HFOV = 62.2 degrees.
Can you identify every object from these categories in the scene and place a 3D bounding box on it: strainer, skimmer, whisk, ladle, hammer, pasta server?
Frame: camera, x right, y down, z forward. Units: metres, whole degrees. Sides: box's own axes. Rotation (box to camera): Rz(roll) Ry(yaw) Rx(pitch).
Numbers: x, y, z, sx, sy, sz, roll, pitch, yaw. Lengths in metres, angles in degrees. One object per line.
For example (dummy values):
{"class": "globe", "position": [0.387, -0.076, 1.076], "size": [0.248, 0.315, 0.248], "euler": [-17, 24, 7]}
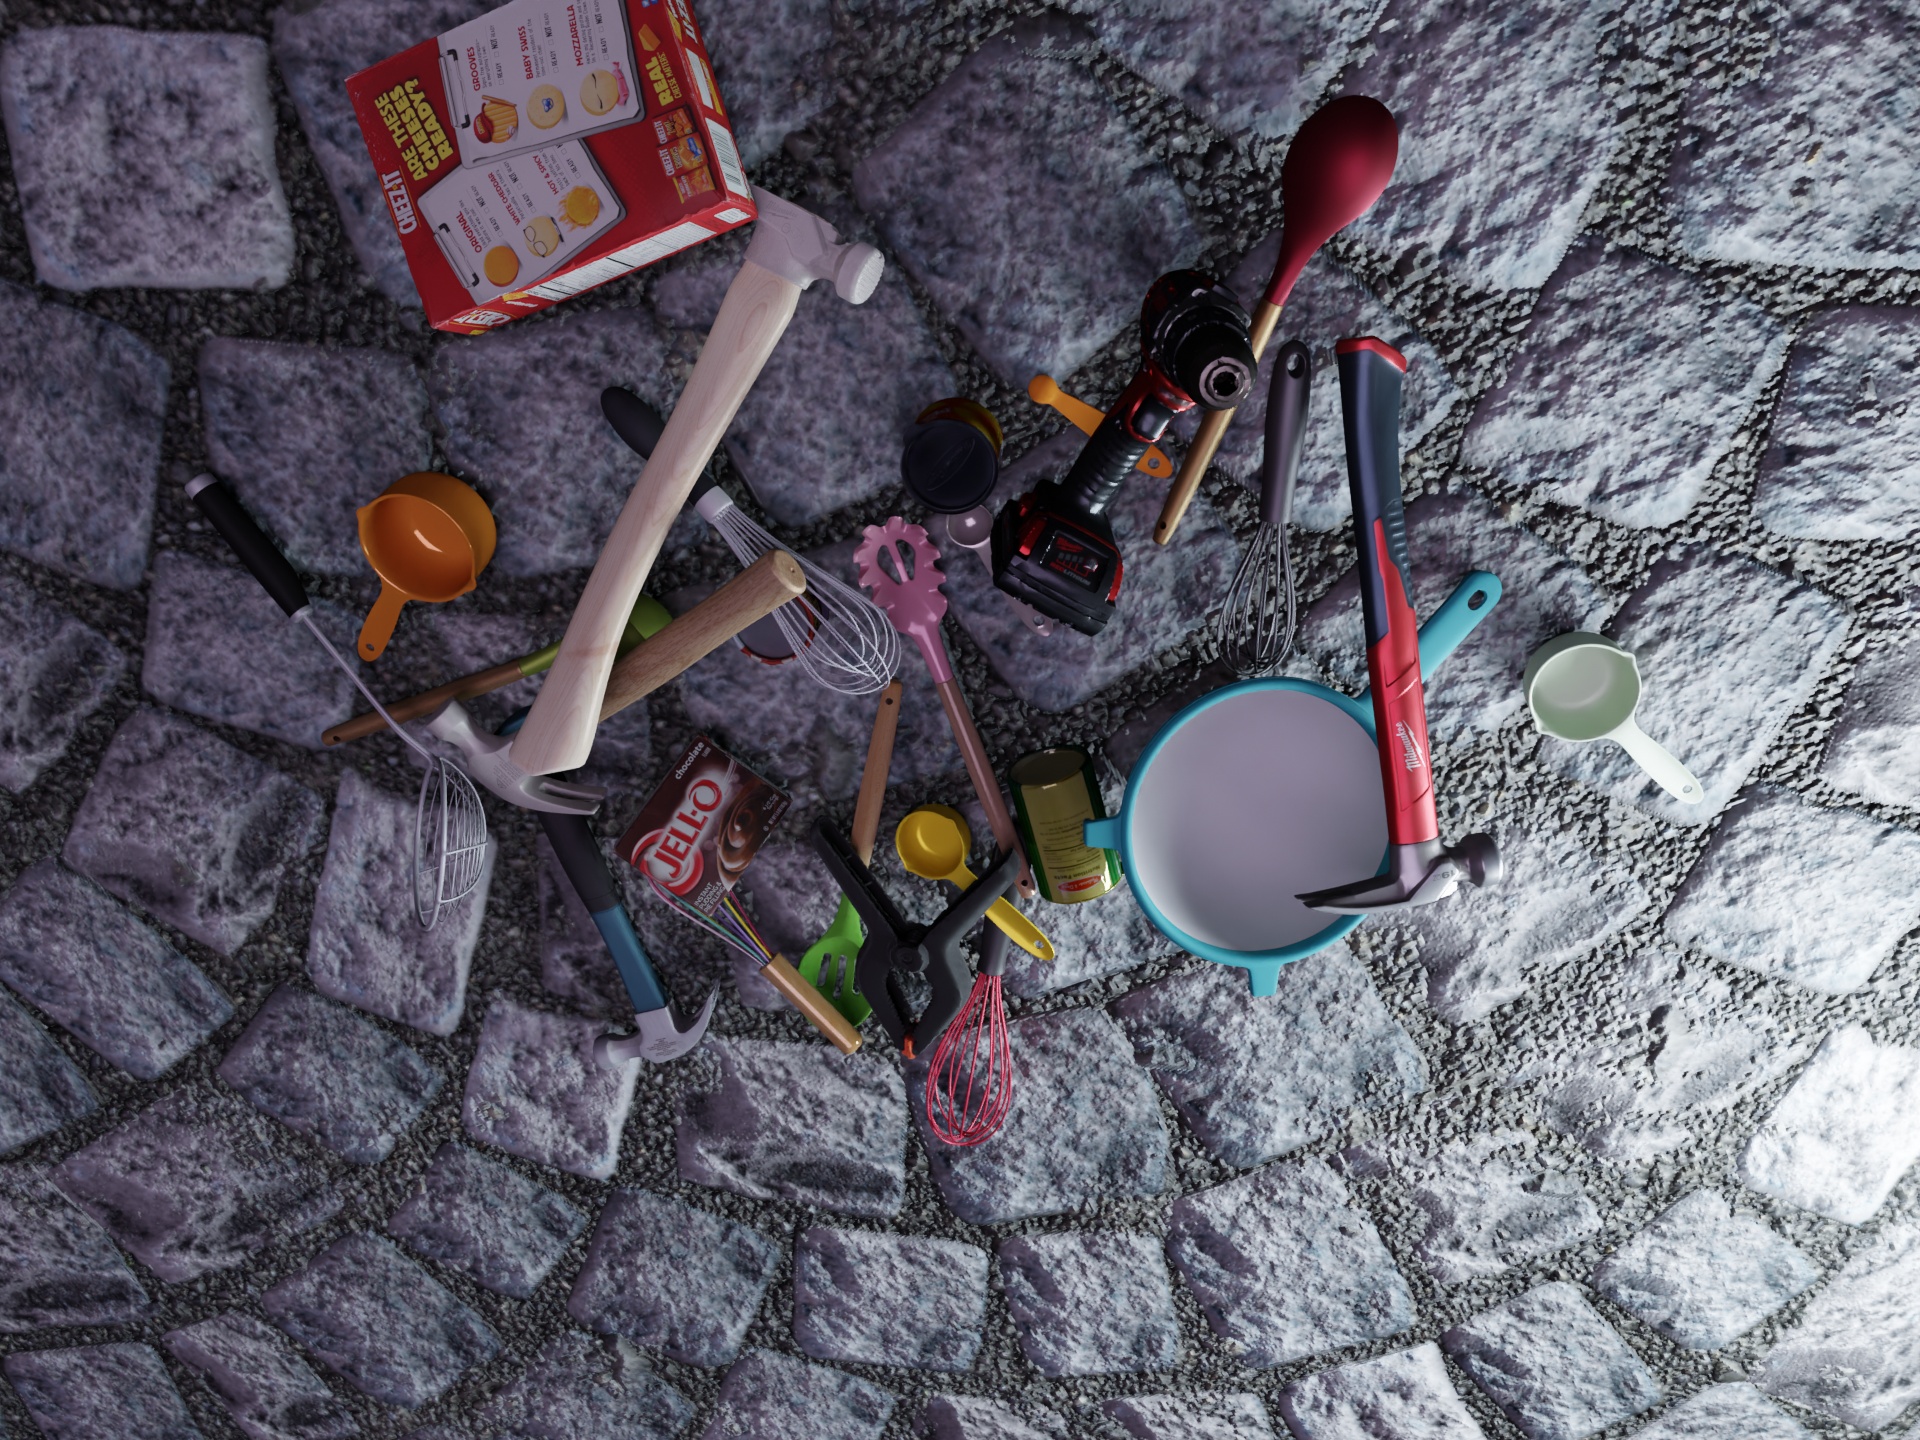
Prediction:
{"class": "strainer", "position": [0.251, 0.017, 1.149], "size": [0.211, 0.095, 0.340], "euler": [42, 92, -15]}
{"class": "skimmer", "position": [-0.469, -0.014, 1.168], "size": [0.363, 0.090, 0.127], "euler": [54, 152, -8]}
{"class": "whisk", "position": [0.022, 0.216, 1.278], "size": [0.073, 0.073, 0.295], "euler": [10, 110, 1]}
{"class": "ladle", "position": [0.193, -0.252, 1.042], "size": [0.069, 0.031, 0.315], "euler": [36, 122, 22]}
{"class": "hammer", "position": [-0.234, -0.027, 1.126], "size": [0.331, 0.031, 0.130], "euler": [-29, 116, 30]}
{"class": "hammer", "position": [0.275, -0.060, 1.070], "size": [0.143, 0.038, 0.386], "euler": [-11, 101, -7]}
{"class": "ladle", "position": [-0.354, -0.025, 1.195], "size": [0.320, 0.062, 0.078], "euler": [-18, 121, 16]}
{"class": "whisk", "position": [-0.167, 0.175, 1.264], "size": [0.047, 0.051, 0.245], "euler": [-42, 97, 13]}
{"class": "whisk", "position": [0.212, -0.140, 1.091], "size": [0.055, 0.055, 0.238], "euler": [5, 112, 3]}
{"class": "hammer", "position": [-0.294, 0.138, 1.281], "size": [0.128, 0.033, 0.330], "euler": [-14, 114, 13]}
{"class": "pasta server", "position": [-0.002, -0.004, 1.167], "size": [0.060, 0.040, 0.316], "euler": [-21, 108, 2]}
{"class": "whisk", "position": [-0.149, -0.126, 1.104], "size": [0.284, 0.070, 0.070], "euler": [46, 112, 1]}
{"class": "hammer", "position": [-0.205, -0.152, 1.047], "size": [0.146, 0.038, 0.410], "euler": [30, 99, 9]}

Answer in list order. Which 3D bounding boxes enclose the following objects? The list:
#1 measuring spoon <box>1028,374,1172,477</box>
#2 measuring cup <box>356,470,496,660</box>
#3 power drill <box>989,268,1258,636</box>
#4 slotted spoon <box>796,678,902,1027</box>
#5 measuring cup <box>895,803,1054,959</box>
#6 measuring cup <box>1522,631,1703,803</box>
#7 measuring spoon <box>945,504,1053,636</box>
{"class": "measuring spoon", "position": [0.097, -0.199, 1.088], "size": [0.117, 0.011, 0.021], "euler": [31, 115, -10]}
{"class": "measuring cup", "position": [-0.399, -0.110, 1.164], "size": [0.095, 0.052, 0.173], "euler": [34, 129, -10]}
{"class": "power drill", "position": [0.108, -0.168, 1.000], "size": [0.080, 0.188, 0.226], "euler": [27, 114, -13]}
{"class": "slotted spoon", "position": [-0.078, 0.110, 1.250], "size": [0.070, 0.031, 0.313], "euler": [14, 115, 3]}
{"class": "measuring cup", "position": [0.017, 0.125, 1.228], "size": [0.156, 0.029, 0.062], "euler": [43, 119, 0]}
{"class": "measuring cup", "position": [0.471, 0.001, 1.138], "size": [0.167, 0.038, 0.083], "euler": [39, 113, -15]}
{"class": "measuring spoon", "position": [0.031, -0.109, 1.141], "size": [0.034, 0.018, 0.124], "euler": [-29, 117, 18]}
